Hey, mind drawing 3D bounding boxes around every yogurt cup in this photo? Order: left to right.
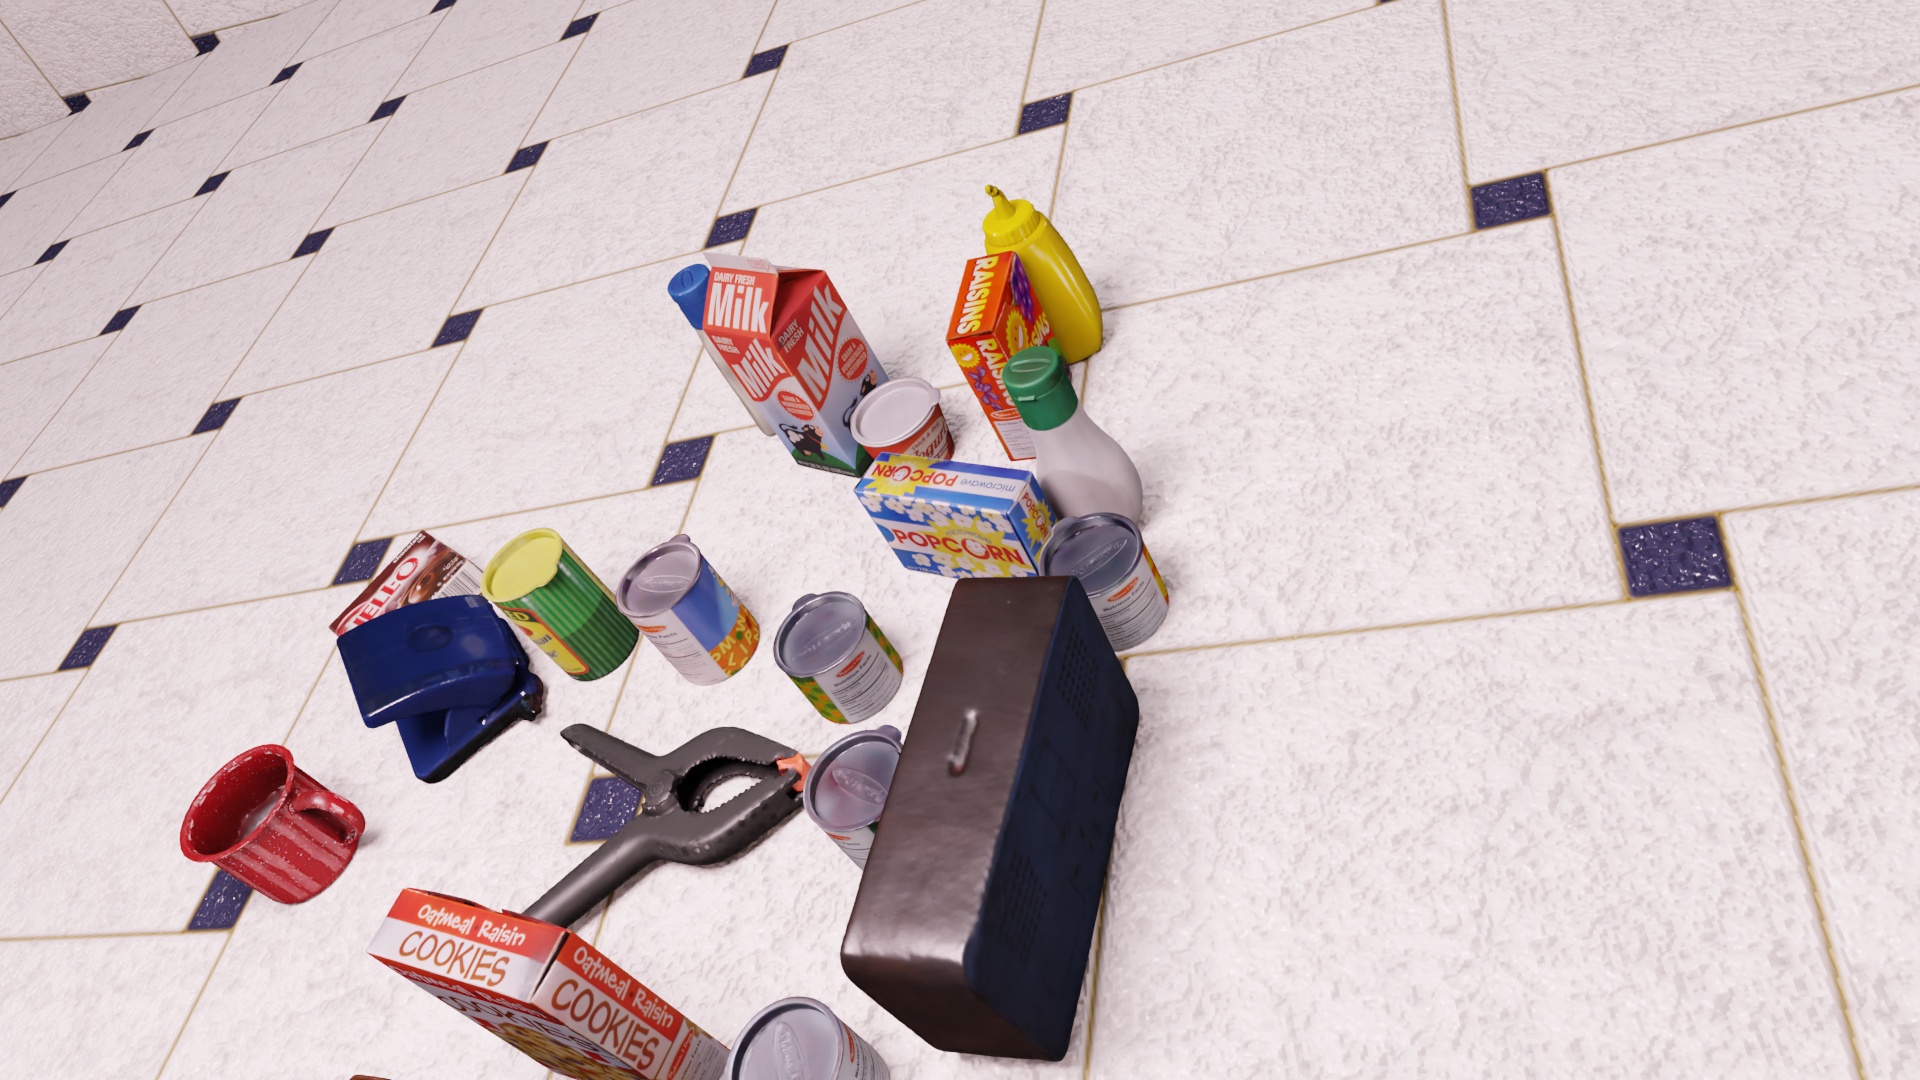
[{"bbox_3d":[-0.040,-0.078,1.021,0.072,0.053,0.073,-16,45,16],"label":"yogurt cup"}]

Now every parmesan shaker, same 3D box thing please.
[{"bbox_3d":[-0.286,0.049,1.005,0.071,0.102,0.072,-16,45,17],"label":"parmesan shaker"}]

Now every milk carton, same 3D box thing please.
[{"bbox_3d":[-0.119,-0.138,1.021,0.072,0.189,0.074,13,59,38],"label":"milk carton"}]

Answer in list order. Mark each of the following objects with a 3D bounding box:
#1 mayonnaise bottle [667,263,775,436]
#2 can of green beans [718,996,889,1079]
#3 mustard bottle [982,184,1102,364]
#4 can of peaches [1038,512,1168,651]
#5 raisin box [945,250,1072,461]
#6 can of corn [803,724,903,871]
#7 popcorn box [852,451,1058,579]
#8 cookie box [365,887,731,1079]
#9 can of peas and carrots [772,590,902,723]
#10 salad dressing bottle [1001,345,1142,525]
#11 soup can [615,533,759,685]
[{"bbox_3d":[-0.179,-0.152,1.099,0.041,0.147,0.065,-28,42,4],"label":"mayonnaise bottle"},{"bbox_3d":[-0.077,0.275,0.707,0.071,0.057,0.071,-16,45,16],"label":"can of green beans"},{"bbox_3d":[0.053,-0.196,1.000,0.065,0.159,0.049,-16,45,17],"label":"mustard bottle"},{"bbox_3d":[0.087,0.025,0.849,0.071,0.058,0.071,-16,45,16],"label":"can of peaches"},{"bbox_3d":[0.037,-0.128,0.972,0.040,0.123,0.086,-7,48,25],"label":"raisin box"},{"bbox_3d":[-0.047,0.151,0.807,0.071,0.058,0.071,-16,45,16],"label":"can of corn"},{"bbox_3d":[0.003,-0.011,0.911,0.127,0.085,0.038,10,56,36],"label":"popcorn box"},{"bbox_3d":[-0.210,0.245,0.731,0.123,0.166,0.040,2,52,31],"label":"cookie box"},{"bbox_3d":[-0.079,0.075,0.896,0.071,0.058,0.071,-16,45,16],"label":"can of peas and carrots"},{"bbox_3d":[0.069,-0.057,0.870,0.064,0.147,0.044,-1,50,29],"label":"salad dressing bottle"},{"bbox_3d":[-0.186,0.049,0.963,0.071,0.083,0.072,-16,45,16],"label":"soup can"}]
